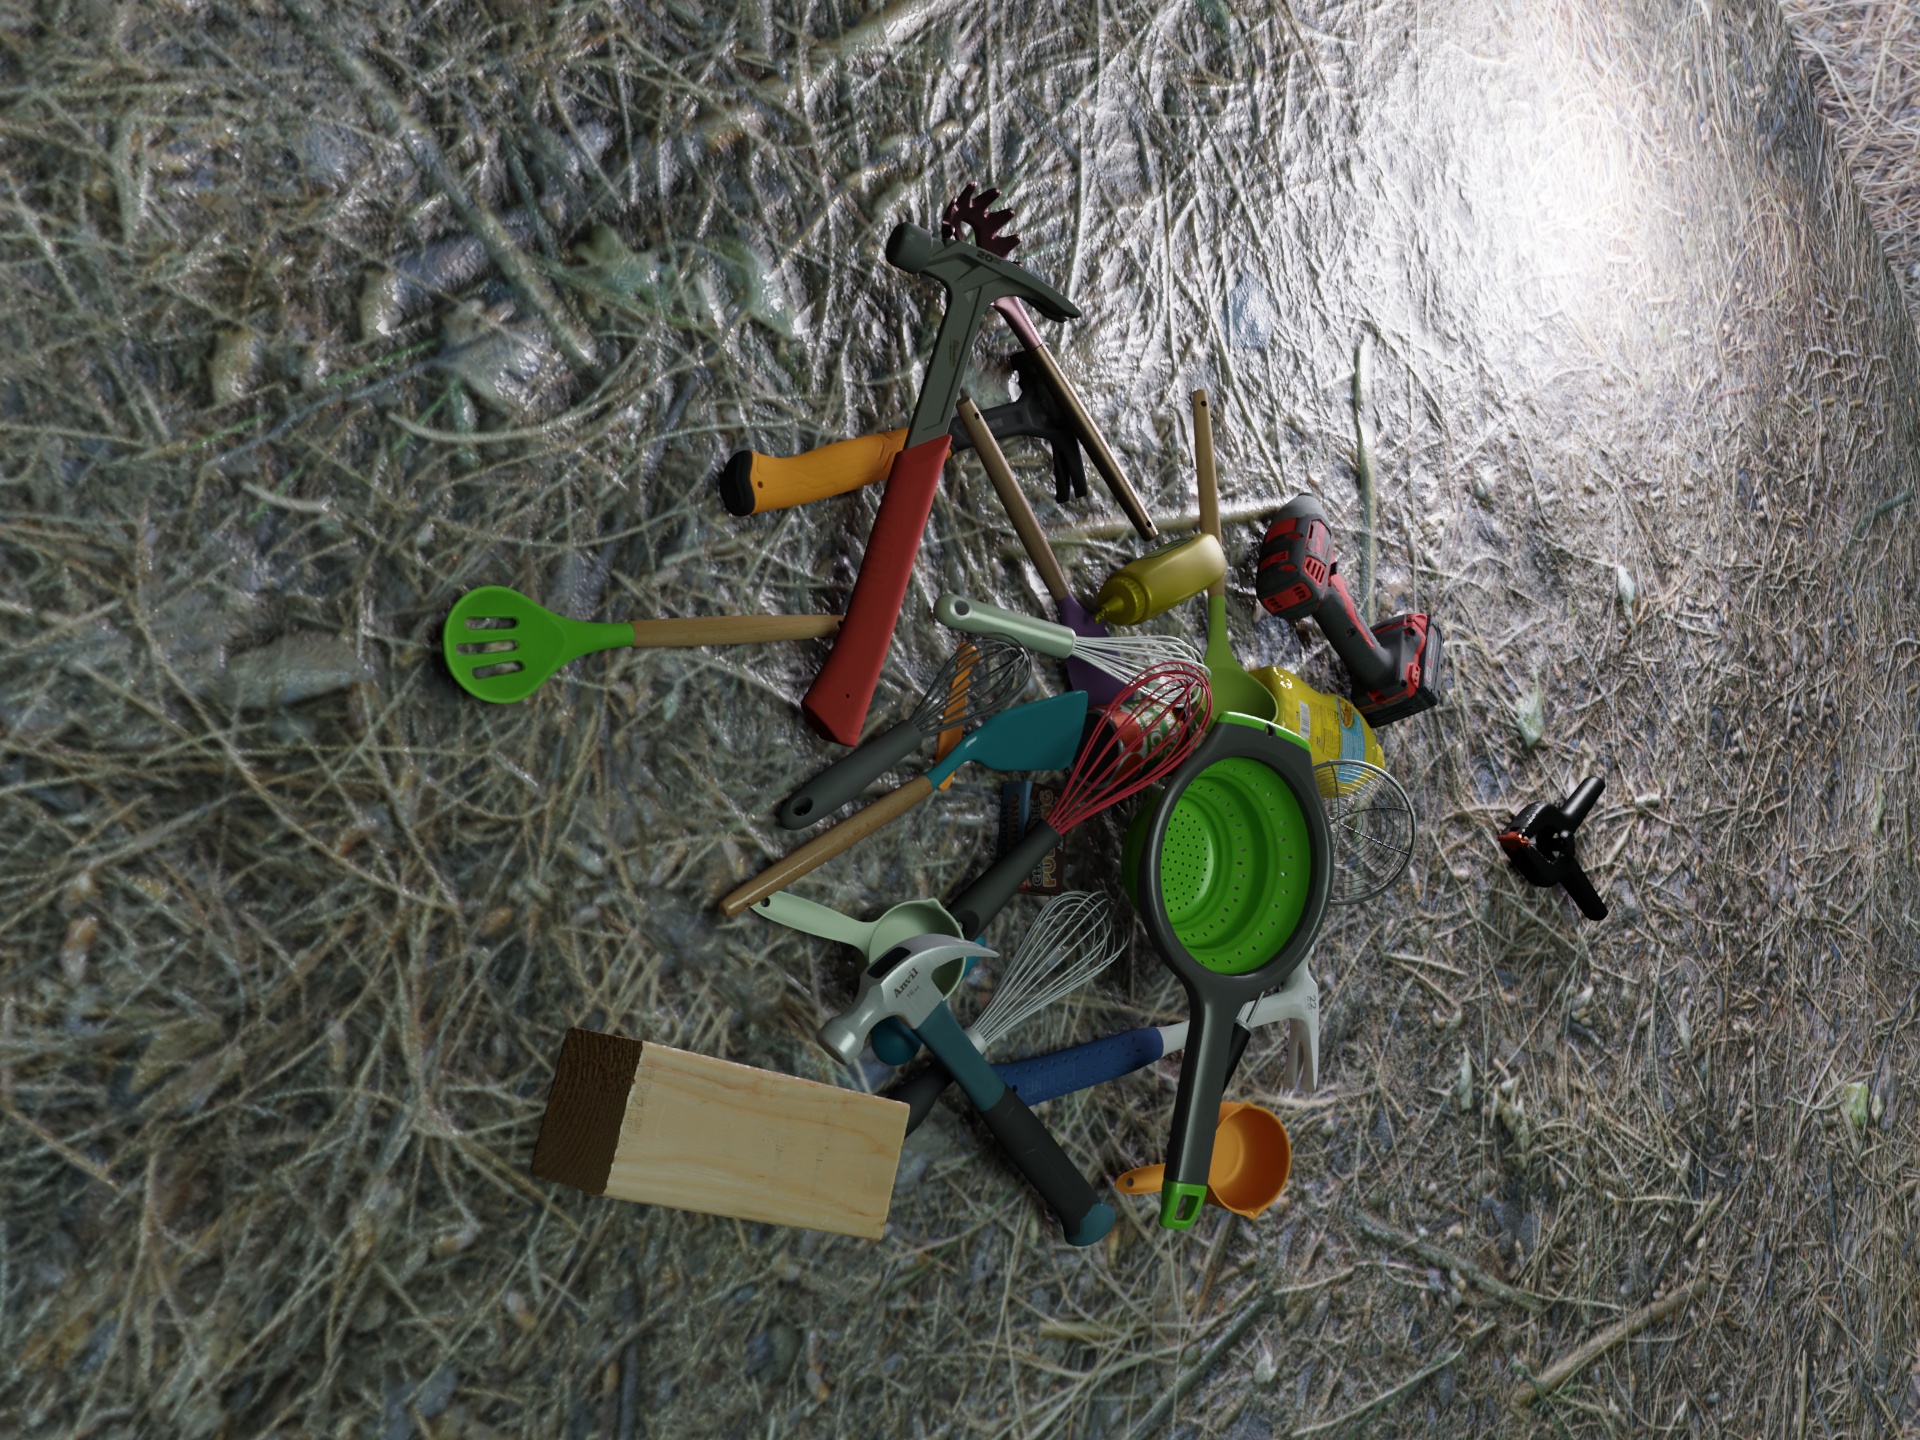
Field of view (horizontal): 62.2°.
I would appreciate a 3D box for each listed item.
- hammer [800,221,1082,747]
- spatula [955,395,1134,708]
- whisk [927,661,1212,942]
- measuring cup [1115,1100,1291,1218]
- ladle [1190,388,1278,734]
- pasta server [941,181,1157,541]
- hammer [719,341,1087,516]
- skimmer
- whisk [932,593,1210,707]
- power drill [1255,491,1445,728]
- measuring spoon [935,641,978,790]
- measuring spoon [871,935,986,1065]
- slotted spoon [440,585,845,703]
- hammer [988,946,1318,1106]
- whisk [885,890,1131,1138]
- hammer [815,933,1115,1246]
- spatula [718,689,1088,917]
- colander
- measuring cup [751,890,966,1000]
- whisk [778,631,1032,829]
[{"bbox_3d":[-0.028,-0.154,1.109,0.149,0.037,0.359,19,84,-27],"label":"hammer"},{"bbox_3d":[0.067,-0.116,1.232,0.060,0.018,0.315,-49,128,-27],"label":"spatula"},{"bbox_3d":[0.081,0.067,1.178,0.296,0.073,0.073,-45,117,-9],"label":"whisk"},{"bbox_3d":[0.188,0.364,1.305,0.173,0.052,0.095,-2,86,-27],"label":"measuring cup"},{"bbox_3d":[0.227,-0.137,1.386,0.078,0.062,0.320,-1,83,-20],"label":"ladle"},{"bbox_3d":[0.075,-0.267,1.229,0.060,0.040,0.316,-45,115,-23],"label":"pasta server"},{"bbox_3d":[-0.034,-0.192,1.169,0.337,0.034,0.127,-23,100,-41],"label":"hammer"},{"bbox_3d":[0.265,0.195,1.314,0.127,0.090,0.363,32,62,1],"label":"skimmer"},{"bbox_3d":[0.089,-0.058,1.232,0.246,0.059,0.058,14,70,-25],"label":"whisk"},{"bbox_3d":[0.359,-0.108,1.483,0.219,0.078,0.143,43,44,-25],"label":"power drill"},{"bbox_3d":[-0.002,-0.004,1.192,0.021,0.011,0.117,23,70,-38],"label":"measuring spoon"},{"bbox_3d":[-0.015,0.199,1.151,0.129,0.021,0.042,-44,114,-35],"label":"measuring spoon"},{"bbox_3d":[-0.190,-0.054,1.018,0.313,0.031,0.070,-7,90,-44],"label":"slotted spoon"},{"bbox_3d":[0.168,0.268,1.302,0.405,0.035,0.144,-5,88,-42],"label":"hammer"},{"bbox_3d":[0.028,0.218,1.169,0.284,0.070,0.070,-40,112,-33],"label":"whisk"},{"bbox_3d":[0.026,0.274,1.126,0.128,0.033,0.330,-48,126,-21],"label":"hammer"},{"bbox_3d":[-0.035,0.061,1.115,0.317,0.044,0.082,-31,147,-34],"label":"spatula"},{"bbox_3d":[0.181,0.193,1.262,0.204,0.094,0.397,18,79,-34],"label":"colander"},{"bbox_3d":[-0.077,0.148,1.100,0.167,0.038,0.083,23,75,-21],"label":"measuring cup"},{"bbox_3d":[-0.038,0.007,1.130,0.239,0.055,0.055,-36,110,-30],"label":"whisk"}]
